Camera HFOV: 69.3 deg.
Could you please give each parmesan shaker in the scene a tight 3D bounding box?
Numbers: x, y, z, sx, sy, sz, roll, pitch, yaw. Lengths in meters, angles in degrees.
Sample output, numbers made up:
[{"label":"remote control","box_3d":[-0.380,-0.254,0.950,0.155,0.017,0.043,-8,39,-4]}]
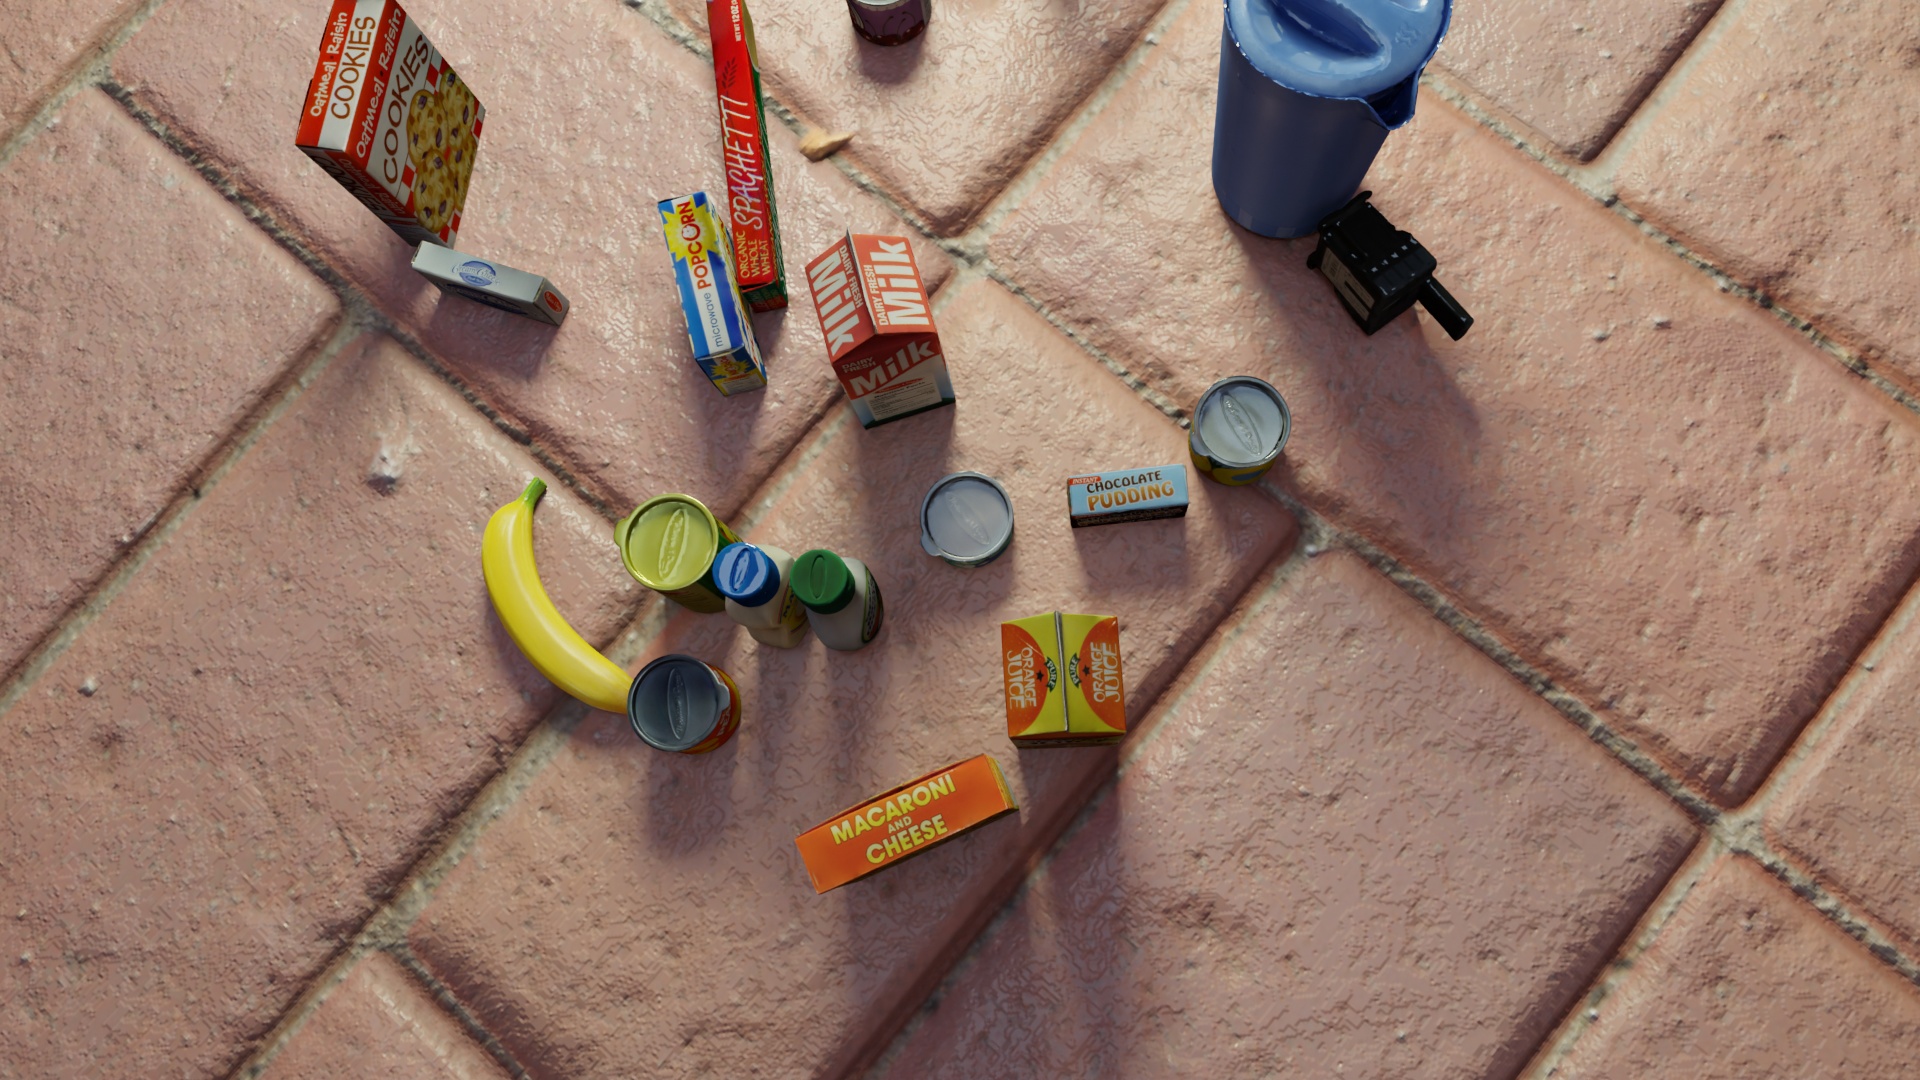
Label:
[{"label":"parmesan shaker","box_3d":[-0.190,0.010,0.964,0.071,0.103,0.071,-1,78,4]}]

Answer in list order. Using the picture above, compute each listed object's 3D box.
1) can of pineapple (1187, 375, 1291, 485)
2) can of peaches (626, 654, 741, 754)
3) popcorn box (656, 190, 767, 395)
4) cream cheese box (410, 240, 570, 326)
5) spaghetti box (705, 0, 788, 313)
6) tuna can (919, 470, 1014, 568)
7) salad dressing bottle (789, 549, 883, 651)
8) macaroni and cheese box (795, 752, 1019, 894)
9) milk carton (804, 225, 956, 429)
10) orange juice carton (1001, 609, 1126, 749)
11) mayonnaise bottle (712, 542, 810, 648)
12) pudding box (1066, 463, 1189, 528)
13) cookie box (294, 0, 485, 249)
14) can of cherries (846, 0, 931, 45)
[{"label":"can of pineapple","box_3d":[0.193,-0.076,0.975,0.071,0.057,0.071,-1,78,4]},{"label":"can of peaches","box_3d":[-0.188,0.115,0.965,0.071,0.058,0.071,-1,78,4]},{"label":"popcorn box","box_3d":[-0.180,-0.178,1.012,0.038,0.085,0.127,-16,77,1]},{"label":"cream cheese box","box_3d":[-0.353,-0.192,1.045,0.104,0.053,0.024,17,81,8]},{"label":"spaghetti box","box_3d":[-0.163,-0.297,1.054,0.029,0.050,0.250,-9,77,3]},{"label":"tuna can","box_3d":[0.004,-0.012,0.990,0.071,0.032,0.071,-1,78,4]},{"label":"salad dressing bottle","box_3d":[-0.082,0.037,0.927,0.044,0.147,0.064,2,79,5]},{"label":"macaroni and cheese box","box_3d":[-0.029,0.178,0.883,0.124,0.166,0.040,-24,78,-1]},{"label":"milk carton","box_3d":[-0.054,-0.143,0.941,0.073,0.190,0.072,-17,78,1]},{"label":"orange juice carton","box_3d":[0.065,0.092,0.881,0.073,0.192,0.072,-4,78,4]},{"label":"mayonnaise bottle","box_3d":[-0.130,0.033,0.931,0.041,0.148,0.065,14,80,7]},{"label":"pudding box","box_3d":[0.117,-0.031,0.976,0.084,0.049,0.030,-6,78,3]},{"label":"cookie box","box_3d":[-0.412,-0.303,1.015,0.040,0.167,0.123,8,79,6]},{"label":"can of cherries","box_3d":[-0.060,-0.425,1.069,0.071,0.058,0.071,-1,78,4]}]
